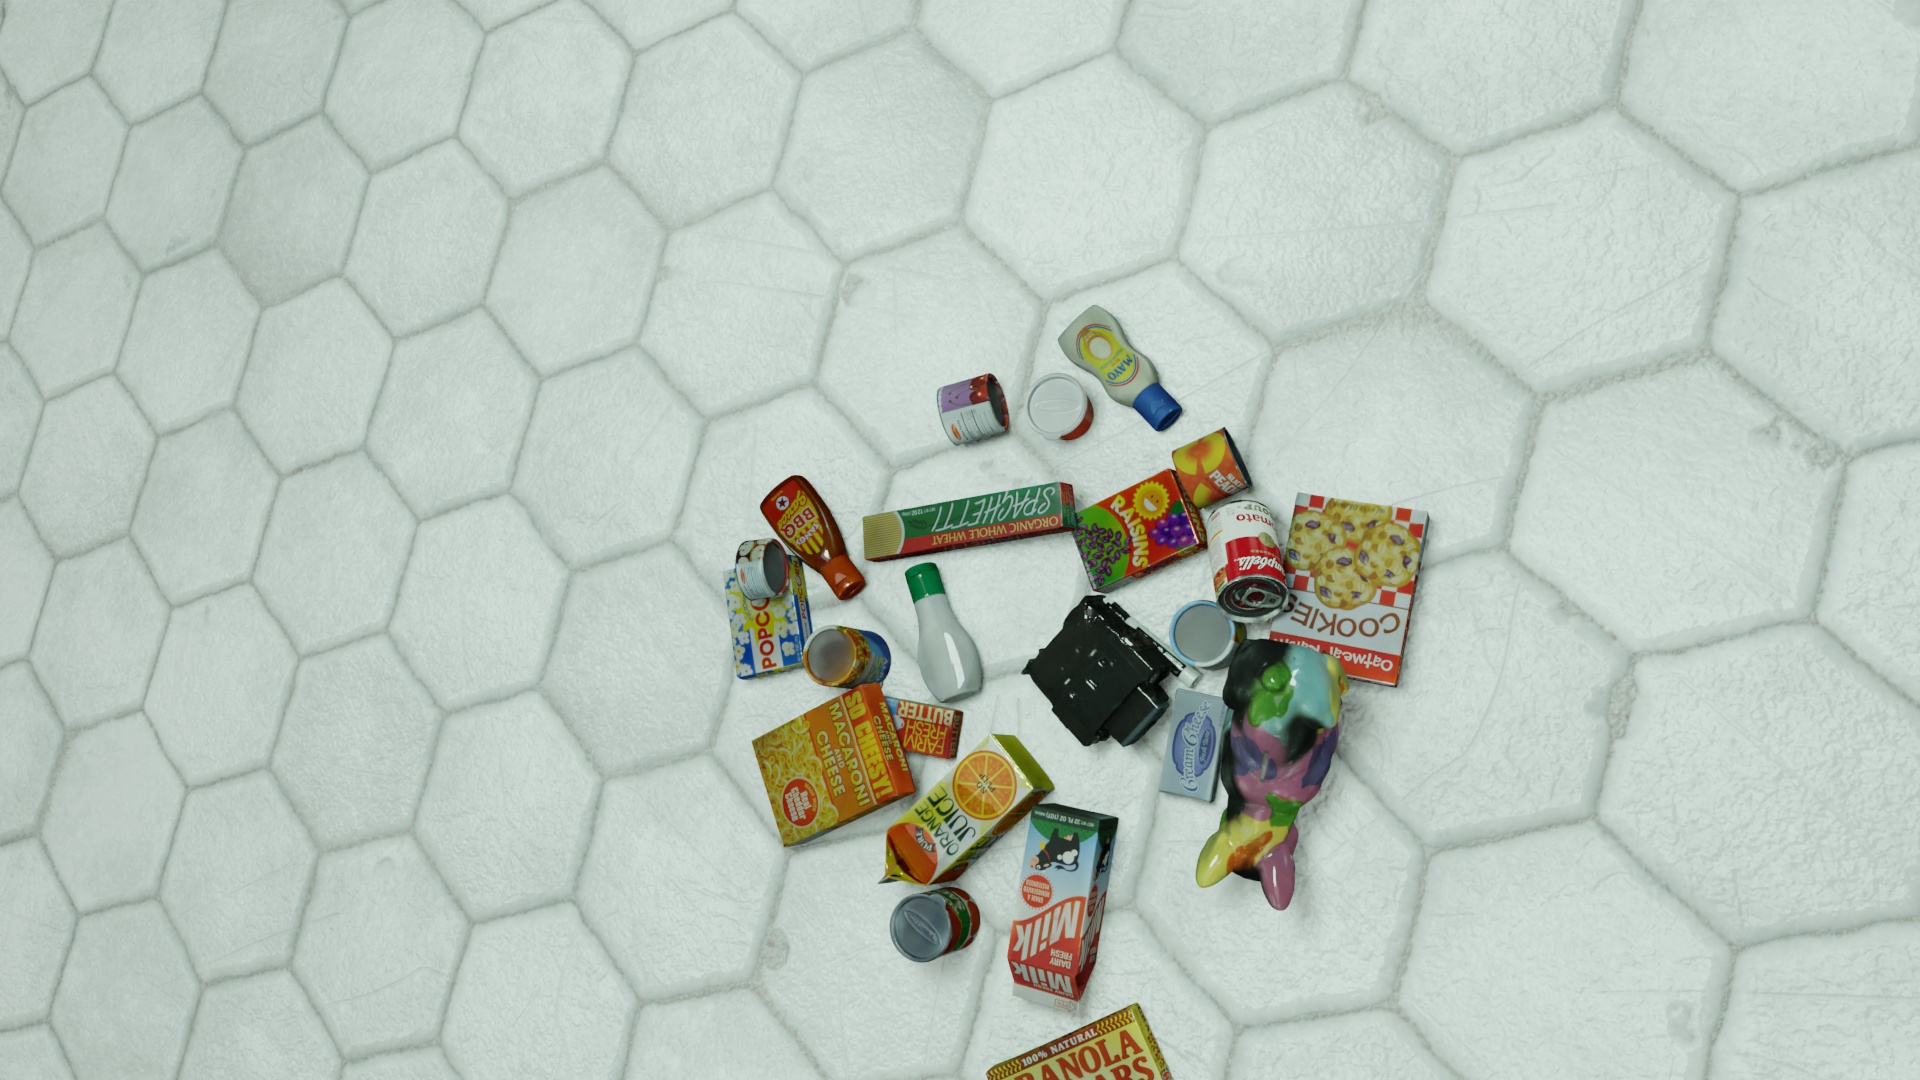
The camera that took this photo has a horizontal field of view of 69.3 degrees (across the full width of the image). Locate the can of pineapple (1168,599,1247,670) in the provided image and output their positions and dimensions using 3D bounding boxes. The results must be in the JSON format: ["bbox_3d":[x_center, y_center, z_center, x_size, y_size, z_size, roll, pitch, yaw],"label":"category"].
[{"bbox_3d":[0.241,0.091,1.360,0.071,0.058,0.071,-4,80,22],"label":"can of pineapple"}]

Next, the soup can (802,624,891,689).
[{"bbox_3d":[-0.120,0.128,1.484,0.071,0.084,0.071,-3,81,21],"label":"soup can"}]

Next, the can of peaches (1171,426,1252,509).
[{"bbox_3d":[0.250,-0.070,1.378,0.058,0.071,0.071,-24,73,17],"label":"can of peaches"}]

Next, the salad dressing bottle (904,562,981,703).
[{"bbox_3d":[-0.022,0.097,1.473,0.064,0.044,0.148,-23,72,19],"label":"salad dressing bottle"}]

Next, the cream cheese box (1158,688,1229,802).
[{"bbox_3d":[0.231,0.201,1.364,0.053,0.024,0.104,9,85,23],"label":"cream cheese box"}]

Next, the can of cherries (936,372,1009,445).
[{"bbox_3d":[0.014,-0.143,1.487,0.058,0.071,0.071,-15,76,19],"label":"can of cherries"}]

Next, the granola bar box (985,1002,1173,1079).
[{"bbox_3d":[0.124,0.539,1.342,0.165,0.039,0.124,-29,72,15],"label":"granola bar box"}]

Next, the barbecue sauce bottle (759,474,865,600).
[{"bbox_3d":[-0.160,0.000,1.544,0.065,0.043,0.149,-41,69,10],"label":"barbecue sauce bottle"}]

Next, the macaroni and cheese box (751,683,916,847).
[{"bbox_3d":[-0.136,0.239,1.478,0.166,0.040,0.124,-29,72,29],"label":"macaroni and cheese box"}]

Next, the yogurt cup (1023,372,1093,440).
[{"bbox_3d":[0.106,-0.137,1.454,0.072,0.054,0.072,-4,80,21],"label":"yogurt cup"}]

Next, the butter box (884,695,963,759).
[{"bbox_3d":[-0.051,0.198,1.477,0.103,0.024,0.053,8,85,23],"label":"butter box"}]

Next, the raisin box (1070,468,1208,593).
[{"bbox_3d":[0.180,-0.009,1.404,0.123,0.040,0.086,-27,71,25],"label":"raisin box"}]

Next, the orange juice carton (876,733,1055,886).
[{"bbox_3d":[-0.003,0.287,1.417,0.192,0.072,0.073,-44,68,9],"label":"orange juice carton"}]

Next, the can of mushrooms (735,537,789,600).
[{"bbox_3d":[-0.214,0.030,1.507,0.033,0.071,0.071,-7,79,20],"label":"can of mushrooms"}]

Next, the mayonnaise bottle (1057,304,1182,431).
[{"bbox_3d":[0.169,-0.176,1.442,0.064,0.041,0.148,-44,68,8],"label":"mayonnaise bottle"}]

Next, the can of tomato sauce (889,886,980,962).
[{"bbox_3d":[-0.024,0.385,1.403,0.071,0.083,0.071,-4,80,21],"label":"can of tomato sauce"}]

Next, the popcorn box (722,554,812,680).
[{"bbox_3d":[-0.213,0.086,1.553,0.085,0.038,0.127,-15,76,19],"label":"popcorn box"}]

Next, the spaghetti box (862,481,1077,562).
[{"bbox_3d":[0.005,-0.018,1.467,0.249,0.029,0.050,-9,79,30],"label":"spaghetti box"}]

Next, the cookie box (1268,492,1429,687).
[{"bbox_3d":[0.369,0.047,1.327,0.123,0.040,0.167,10,84,23],"label":"cookie box"}]

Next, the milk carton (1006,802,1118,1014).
[{"bbox_3d":[0.098,0.360,1.364,0.072,0.073,0.190,9,85,23],"label":"milk carton"}]
